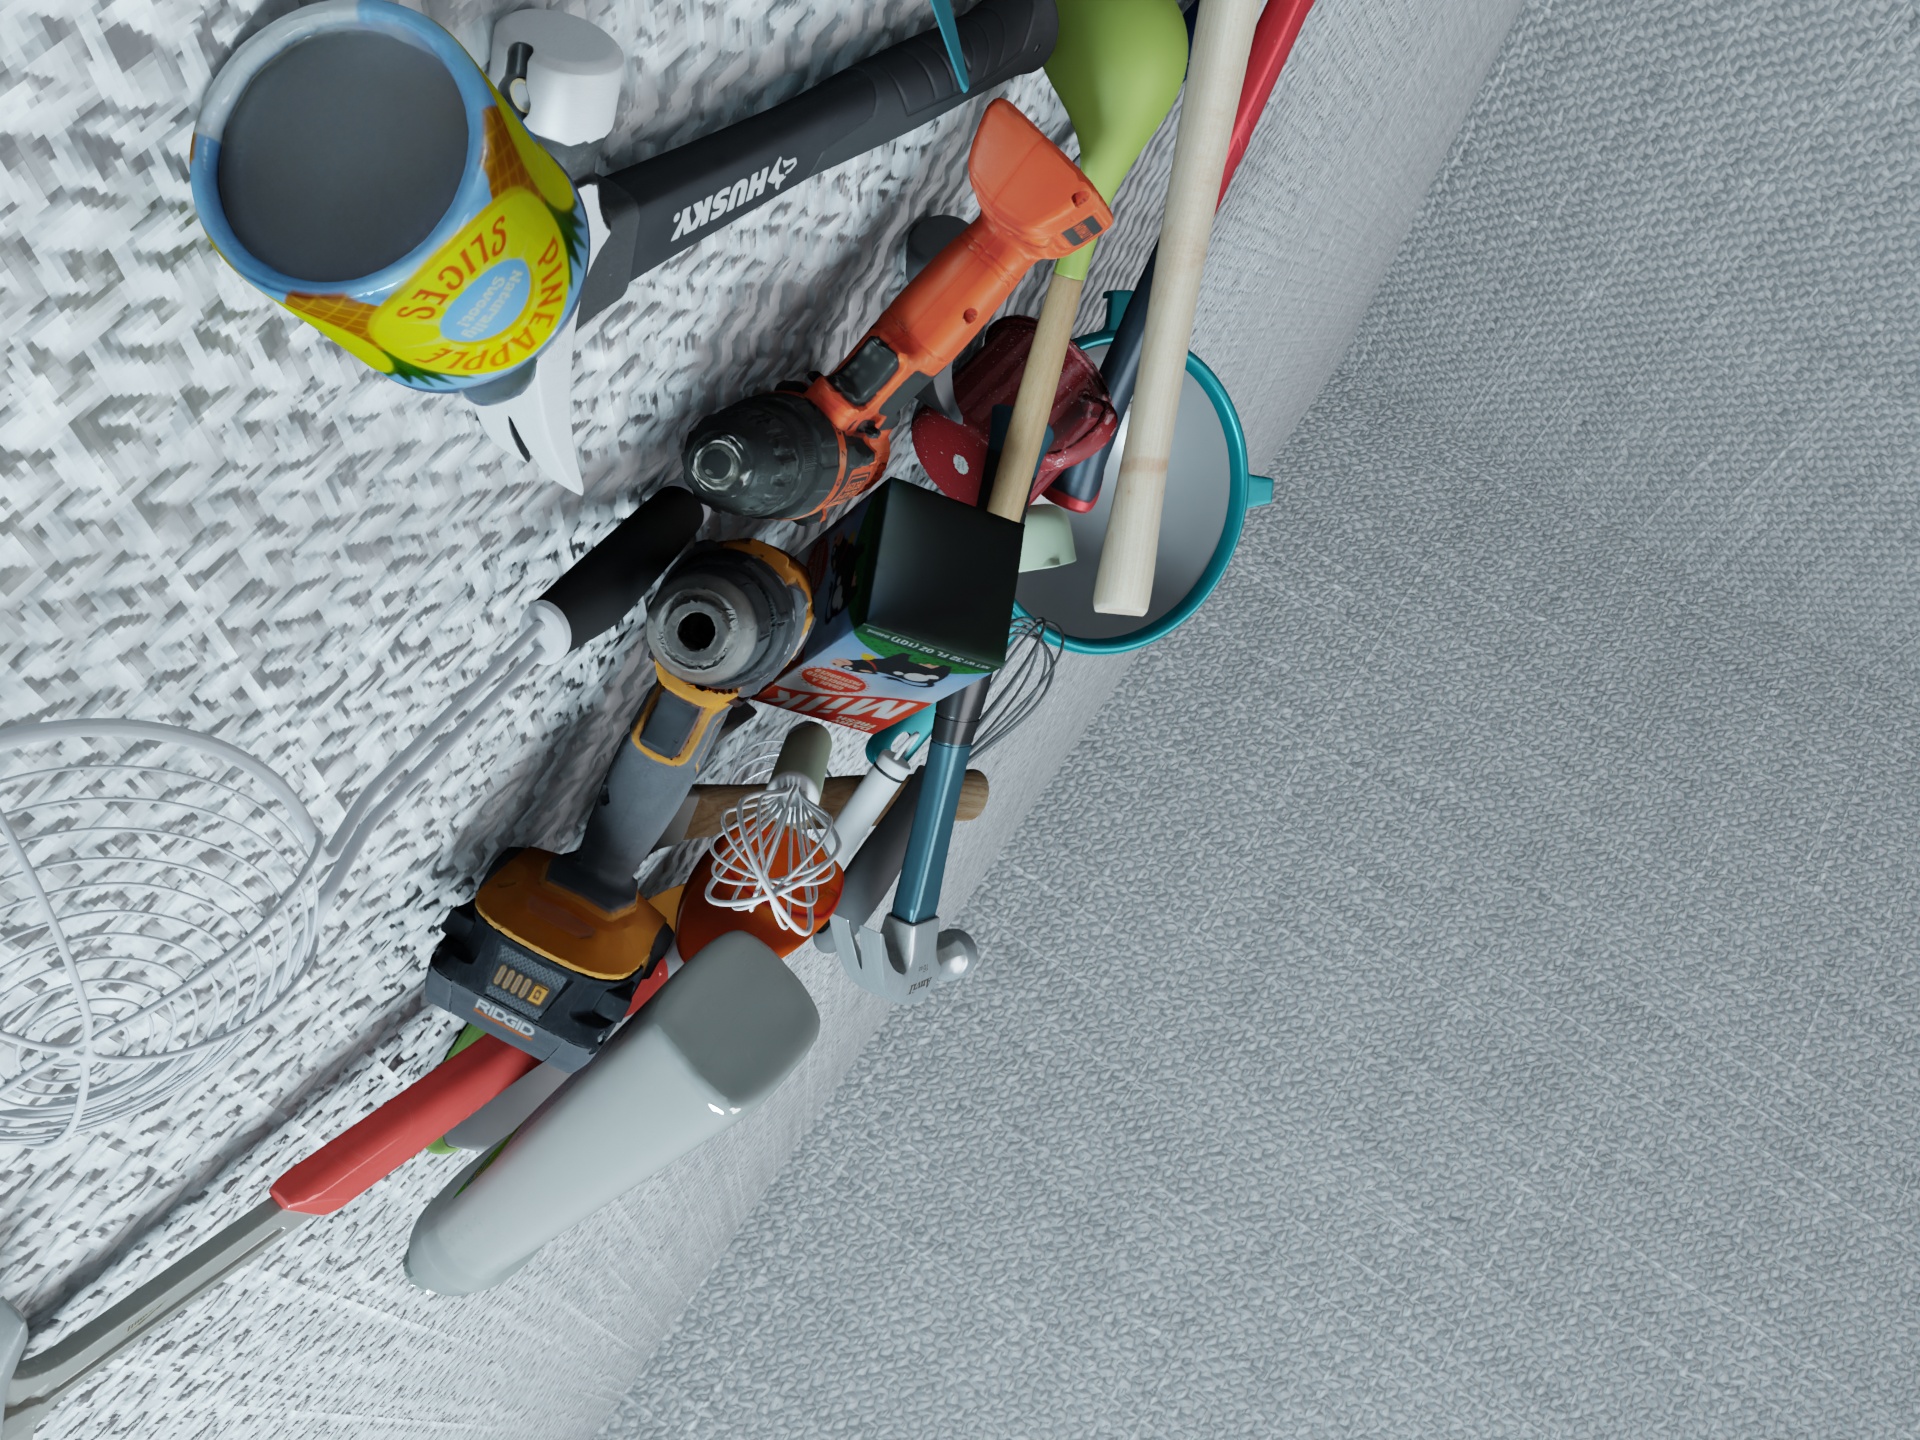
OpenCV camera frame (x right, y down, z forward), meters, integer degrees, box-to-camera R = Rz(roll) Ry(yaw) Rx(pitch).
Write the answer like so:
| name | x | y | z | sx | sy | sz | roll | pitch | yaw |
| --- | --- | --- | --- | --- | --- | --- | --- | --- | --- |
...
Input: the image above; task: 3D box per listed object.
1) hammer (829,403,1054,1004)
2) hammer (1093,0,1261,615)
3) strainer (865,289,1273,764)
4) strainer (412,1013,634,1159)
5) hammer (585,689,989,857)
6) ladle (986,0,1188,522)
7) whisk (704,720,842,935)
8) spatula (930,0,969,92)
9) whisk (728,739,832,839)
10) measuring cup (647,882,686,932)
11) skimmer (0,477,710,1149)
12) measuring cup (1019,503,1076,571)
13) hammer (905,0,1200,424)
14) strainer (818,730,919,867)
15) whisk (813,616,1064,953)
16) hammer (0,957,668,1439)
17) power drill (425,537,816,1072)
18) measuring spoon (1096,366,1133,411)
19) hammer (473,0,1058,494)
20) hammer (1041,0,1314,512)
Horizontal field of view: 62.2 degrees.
| name | x | y | z | sx | sy | sz | roll | pitch | yaw |
| --- | --- | --- | --- | --- | --- | --- | --- | --- | --- |
| hammer | -0.001 | -0.003 | 0.854 | 0.128 | 0.033 | 0.331 | -9 | 114 | -60 |
| hammer | 0.113 | -0.237 | 0.820 | 0.146 | 0.038 | 0.410 | -85 | -178 | -53 |
| strainer | 0.041 | -0.107 | 1.058 | 0.340 | 0.210 | 0.095 | -49 | -150 | -7 |
| strainer | -0.217 | 0.202 | 0.915 | 0.151 | 0.069 | 0.256 | -55 | 169 | -14 |
| hammer | -0.081 | 0.045 | 0.911 | 0.331 | 0.031 | 0.130 | 0 | 117 | -57 |
| ladle | 0.037 | -0.186 | 0.747 | 0.078 | 0.062 | 0.320 | -2 | 119 | -36 |
| whisk | -0.075 | 0.037 | 0.713 | 0.058 | 0.059 | 0.246 | -27 | -168 | 5 |
| spatula | 0.036 | -0.309 | 0.587 | 0.318 | 0.044 | 0.082 | -53 | 129 | -46 |
| whisk | -0.155 | 0.116 | 1.020 | 0.284 | 0.070 | 0.070 | -56 | 173 | 32 |
| measuring cup | -0.175 | 0.166 | 0.976 | 0.095 | 0.052 | 0.173 | 3 | 137 | -38 |
| skimmer | -0.184 | -0.010 | 0.493 | 0.363 | 0.090 | 0.127 | -63 | 171 | -56 |
| measuring cup | -0.008 | -0.101 | 0.927 | 0.167 | 0.083 | 0.038 | -11 | 99 | -32 |
| hammer | 0.087 | -0.323 | 0.858 | 0.406 | 0.035 | 0.144 | -53 | 170 | -24 |
| strainer | -0.095 | 0.110 | 0.885 | 0.258 | 0.050 | 0.087 | -55 | 164 | 12 |
| whisk | -0.013 | 0.035 | 0.927 | 0.239 | 0.055 | 0.055 | -56 | 171 | -12 |
| hammer | -0.248 | 0.176 | 0.670 | 0.359 | 0.037 | 0.149 | -35 | 157 | -53 |
| power drill | -0.133 | 0.027 | 0.656 | 0.226 | 0.084 | 0.185 | -61 | -175 | 5 |
| measuring spoon | 0.067 | -0.213 | 0.982 | 0.124 | 0.018 | 0.034 | 11 | 99 | -37 |
| hammer | -0.050 | -0.199 | 0.548 | 0.335 | 0.035 | 0.146 | -49 | 167 | -46 |
| hammer | 0.131 | -0.296 | 0.900 | 0.386 | 0.038 | 0.143 | -65 | 164 | 20 |
